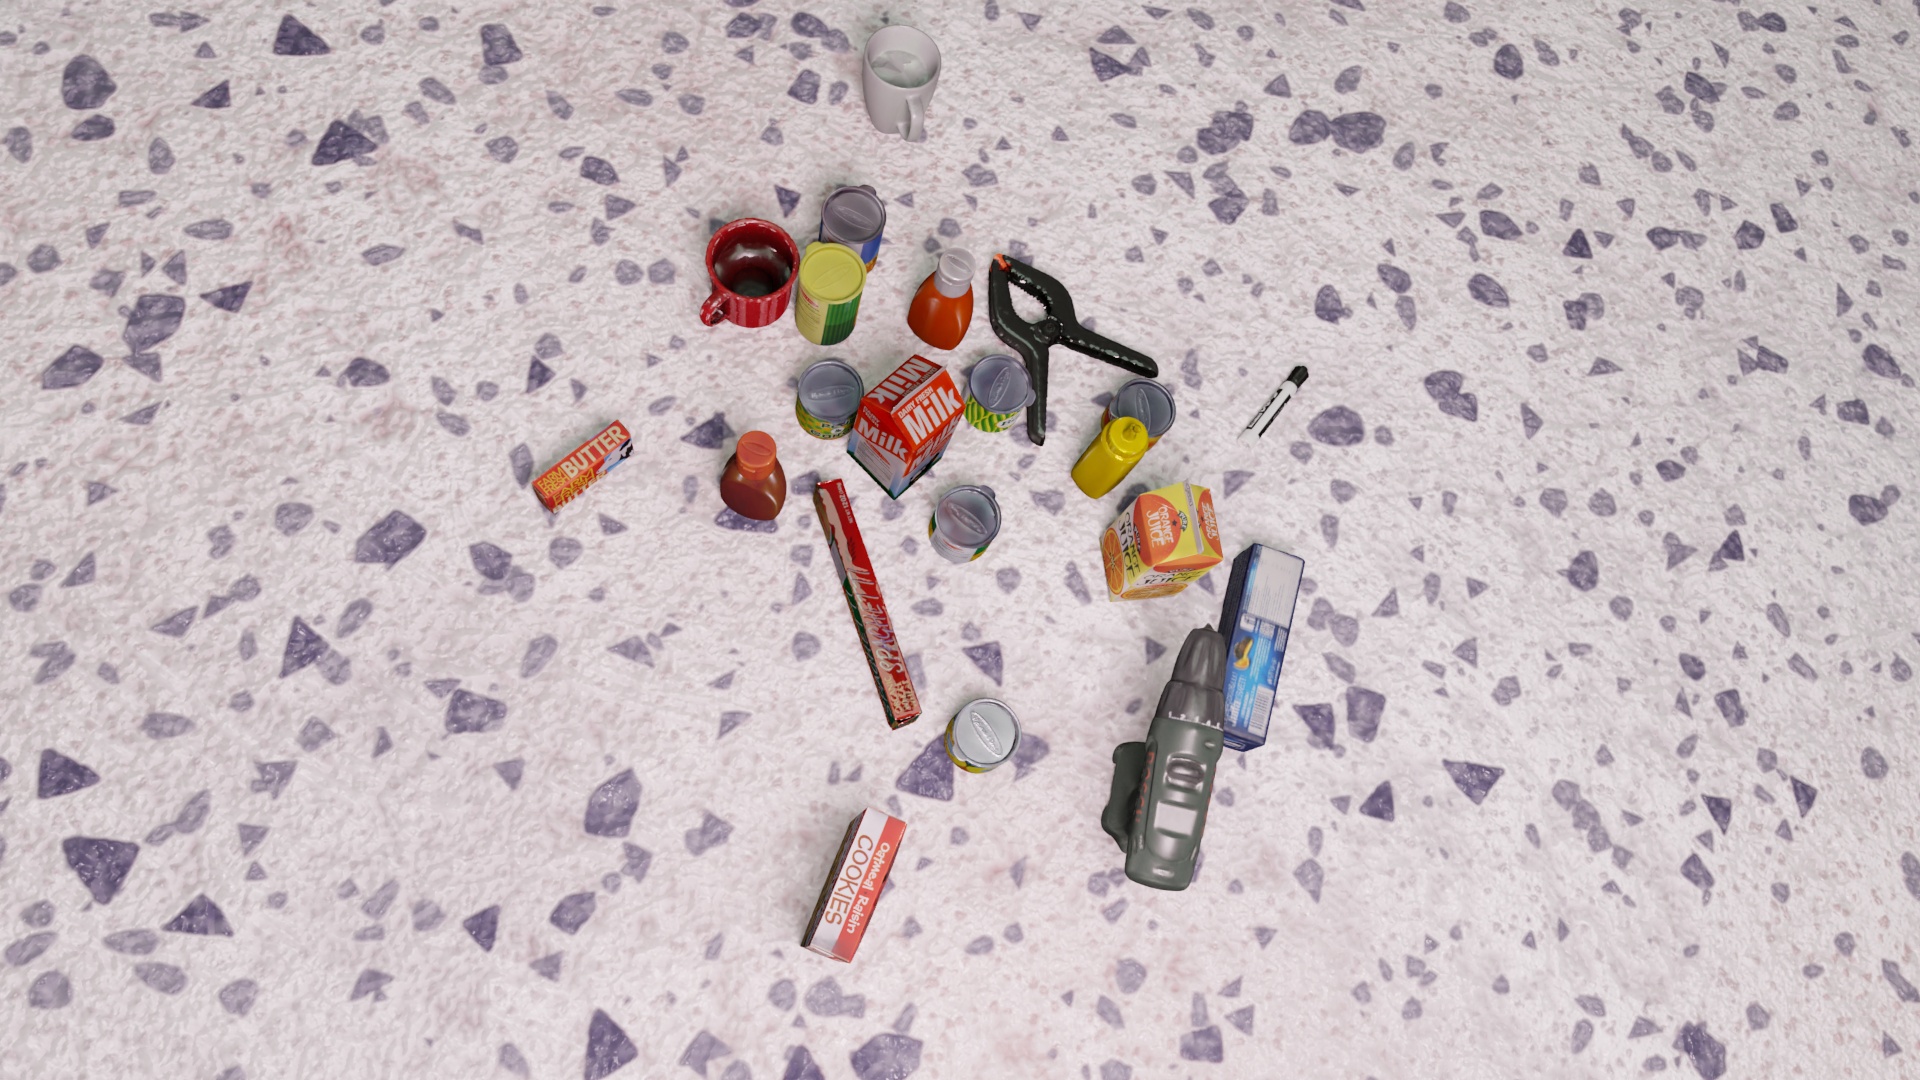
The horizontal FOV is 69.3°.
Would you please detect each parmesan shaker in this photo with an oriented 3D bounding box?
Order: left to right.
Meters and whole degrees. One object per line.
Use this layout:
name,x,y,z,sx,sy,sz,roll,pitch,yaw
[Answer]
parmesan shaker,-0.135,-0.250,1.411,0.071,0.102,0.071,3,73,-9

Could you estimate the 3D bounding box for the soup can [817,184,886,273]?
soup can,-0.113,-0.321,1.446,0.071,0.083,0.071,3,73,-9

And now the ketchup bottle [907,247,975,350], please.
ketchup bottle,-0.015,-0.245,1.406,0.065,0.148,0.044,32,71,1

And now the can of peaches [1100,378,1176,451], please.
can of peaches,0.183,-0.129,1.454,0.071,0.058,0.071,3,73,-9

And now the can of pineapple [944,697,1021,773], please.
can of pineapple,0.019,0.188,1.329,0.071,0.057,0.071,3,73,-9

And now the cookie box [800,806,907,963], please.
cookie box,-0.095,0.304,1.216,0.040,0.167,0.123,23,71,-3

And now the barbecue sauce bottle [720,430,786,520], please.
barbecue sauce bottle,-0.196,-0.062,1.319,0.065,0.148,0.044,22,72,-3

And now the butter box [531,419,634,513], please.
butter box,-0.364,-0.071,1.343,0.104,0.053,0.024,-40,84,-18

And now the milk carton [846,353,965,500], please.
milk carton,-0.052,-0.113,1.338,0.072,0.190,0.073,-43,85,-18

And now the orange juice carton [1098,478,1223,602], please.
orange juice carton,0.198,0.002,1.346,0.073,0.192,0.072,-5,75,-11

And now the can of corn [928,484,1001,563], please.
can of corn,0.005,-0.017,1.389,0.071,0.058,0.071,3,73,-9

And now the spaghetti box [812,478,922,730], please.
spaghetti box,-0.092,0.062,1.352,0.029,0.050,0.250,-17,77,-14

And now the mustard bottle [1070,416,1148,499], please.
mustard bottle,0.155,-0.089,1.383,0.065,0.159,0.049,-43,85,-18

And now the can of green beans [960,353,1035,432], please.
can of green beans,0.036,-0.151,1.435,0.071,0.057,0.071,3,73,-9

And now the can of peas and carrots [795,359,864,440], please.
can of peas and carrots,-0.132,-0.139,1.401,0.071,0.058,0.071,3,73,-9
